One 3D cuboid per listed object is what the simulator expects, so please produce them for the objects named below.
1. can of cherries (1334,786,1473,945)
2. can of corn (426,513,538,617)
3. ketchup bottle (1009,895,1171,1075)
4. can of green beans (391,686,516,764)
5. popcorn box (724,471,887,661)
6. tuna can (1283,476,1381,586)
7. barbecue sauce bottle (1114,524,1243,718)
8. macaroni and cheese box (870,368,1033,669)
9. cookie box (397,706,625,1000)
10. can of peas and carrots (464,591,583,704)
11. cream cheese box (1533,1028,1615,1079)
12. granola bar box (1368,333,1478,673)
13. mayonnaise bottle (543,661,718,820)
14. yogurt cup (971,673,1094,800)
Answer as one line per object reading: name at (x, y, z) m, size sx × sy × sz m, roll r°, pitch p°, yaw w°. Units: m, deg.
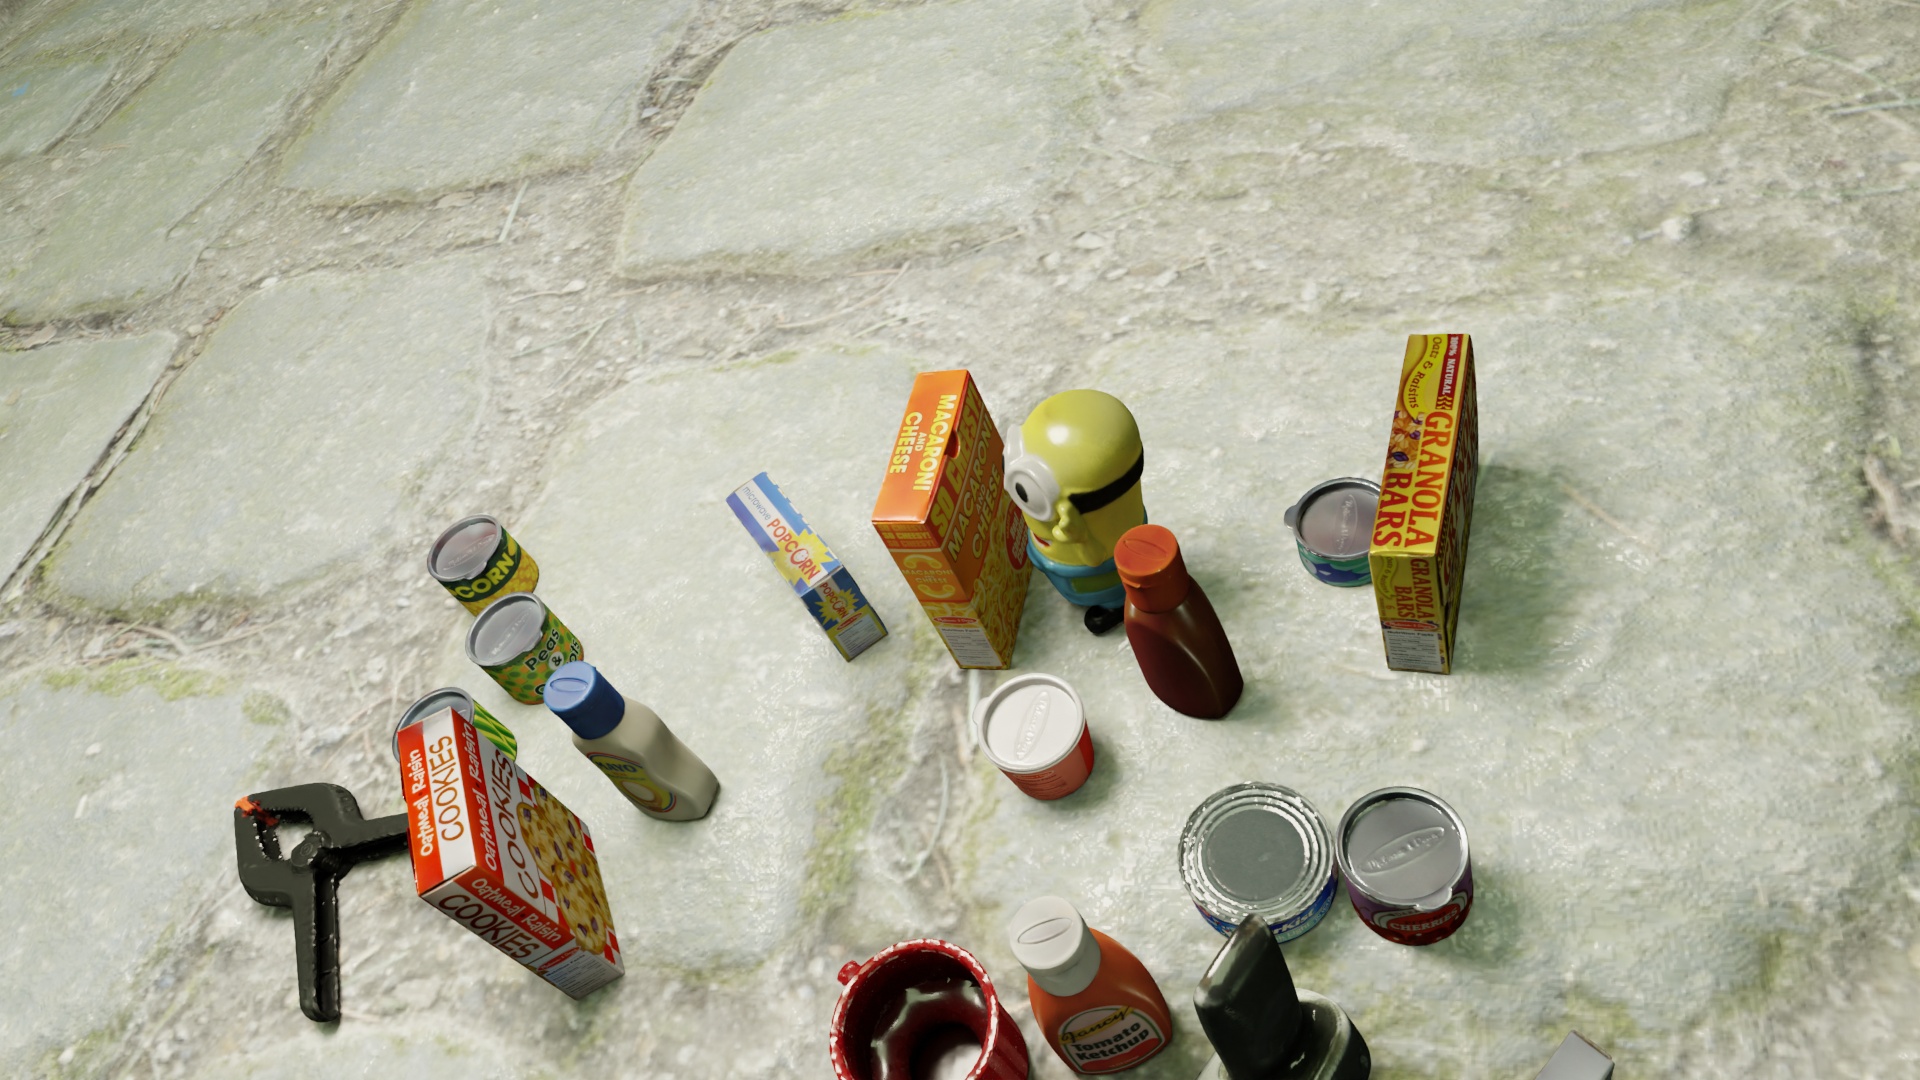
can of cherries at (0.236, 0.175, 0.733) m, size 0.071 × 0.058 × 0.072 m, roll -12°, pitch 50°, yaw 14°
can of corn at (-0.382, 0.023, 1.116) m, size 0.071 × 0.058 × 0.071 m, roll -12°, pitch 50°, yaw 14°
ketchup bottle at (0.062, 0.226, 0.704) m, size 0.065 × 0.148 × 0.044 m, roll -22°, pitch 48°, yaw 5°
can of green beans at (-0.366, 0.149, 1.008) m, size 0.071 × 0.057 × 0.071 m, roll -12°, pitch 50°, yaw 14°
popcorn box at (-0.110, 0.017, 0.988) m, size 0.038 × 0.085 × 0.127 m, roll -37°, pitch 48°, yaw -8°
tuna can at (0.246, -0.005, 0.892) m, size 0.071 × 0.032 × 0.071 m, roll -12°, pitch 50°, yaw 14°
barbecue sauce bottle at (0.125, 0.049, 0.821) m, size 0.065 × 0.148 × 0.044 m, roll 23°, pitch 65°, yaw 35°
macaroni and cheese box at (0.003, -0.011, 0.909) m, size 0.040 × 0.165 × 0.124 m, roll -1°, pitch 53°, yaw 22°
cookie box at (-0.278, 0.196, 0.859) m, size 0.040 × 0.166 × 0.123 m, roll -29°, pitch 48°, yaw -1°
can of peas and carrots at (-0.325, 0.082, 1.044) m, size 0.071 × 0.058 × 0.071 m, roll -12°, pitch 50°, yaw 14°
cream cheese box at (0.262, 0.280, 0.641) m, size 0.104 × 0.053 × 0.024 m, roll -44°, pitch 50°, yaw -14°
granola bar box at (0.281, -0.022, 0.829) m, size 0.039 × 0.123 × 0.166 m, roll 4°, pitch 55°, yaw 26°
mayonnaise bottle at (-0.215, 0.131, 0.898) m, size 0.065 × 0.147 × 0.041 m, roll 1°, pitch 54°, yaw 24°
yogurt cup at (0.050, 0.124, 0.856) m, size 0.072 × 0.053 × 0.073 m, roll -12°, pitch 50°, yaw 14°
